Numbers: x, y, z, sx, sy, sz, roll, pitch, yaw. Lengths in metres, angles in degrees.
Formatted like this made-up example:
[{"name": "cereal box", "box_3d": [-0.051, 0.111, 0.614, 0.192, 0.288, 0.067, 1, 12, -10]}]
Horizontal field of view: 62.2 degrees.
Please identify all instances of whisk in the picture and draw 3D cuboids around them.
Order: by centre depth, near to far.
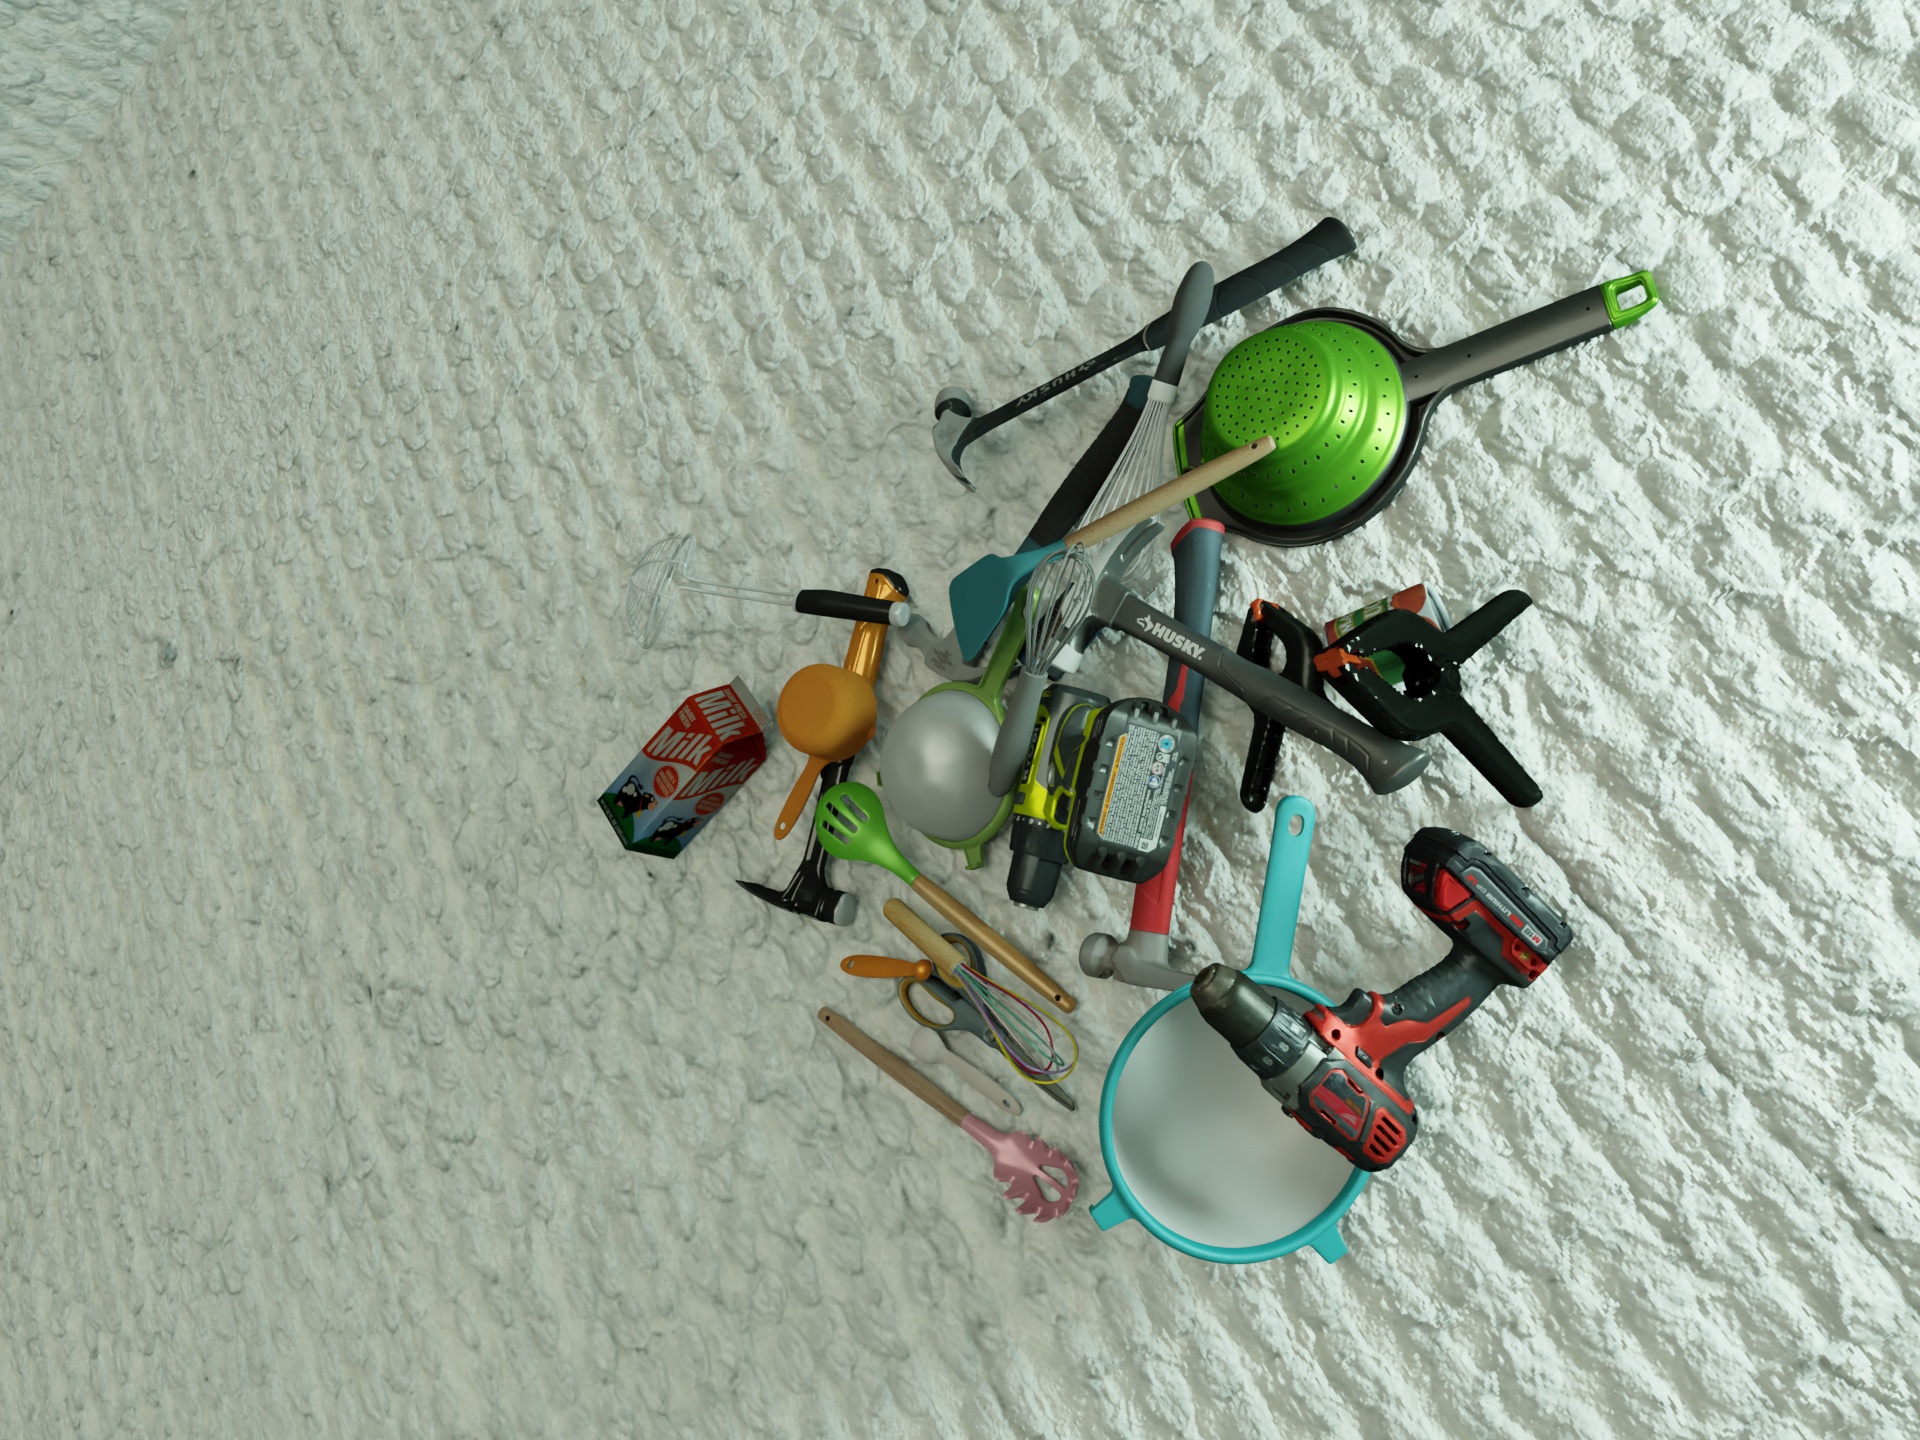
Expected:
[{"name": "whisk", "box_3d": [0.062, -0.037, 1.302, 0.055, 0.055, 0.238, 36, 123, 33]}, {"name": "whisk", "box_3d": [0.159, -0.246, 1.342, 0.070, 0.070, 0.284, 26, 107, 34]}, {"name": "whisk", "box_3d": [0.009, 0.226, 1.352, 0.245, 0.051, 0.047, 37, 104, 38]}]

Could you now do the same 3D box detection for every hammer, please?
[{"name": "hammer", "box_3d": [0.218, -0.041, 1.240, 0.335, 0.035, 0.146, 34, 99, 35]}, {"name": "hammer", "box_3d": [0.187, 0.025, 1.291, 0.143, 0.038, 0.386, 3, 81, 43]}, {"name": "hammer", "box_3d": [0.151, -0.326, 1.392, 0.409, 0.036, 0.149, -24, 38, 21]}, {"name": "hammer", "box_3d": [0.078, -0.171, 1.427, 0.128, 0.033, 0.331, 44, 103, 33]}, {"name": "hammer", "box_3d": [-0.117, 0.018, 1.507, 0.127, 0.034, 0.337, 12, 85, 33]}]

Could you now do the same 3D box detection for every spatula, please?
[{"name": "spatula", "box_3d": [0.115, -0.151, 1.300, 0.317, 0.044, 0.082, -25, 59, 23]}]

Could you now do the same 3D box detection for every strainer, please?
[{"name": "strainer", "box_3d": [0.209, 0.222, 1.183, 0.211, 0.095, 0.340, 11, 88, -8]}, {"name": "strainer", "box_3d": [-0.002, -0.004, 1.380, 0.152, 0.069, 0.256, 41, 118, 35]}]

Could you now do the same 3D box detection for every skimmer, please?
[{"name": "skimmer", "box_3d": [-0.192, -0.115, 1.565, 0.363, 0.090, 0.127, 10, 76, 30]}]

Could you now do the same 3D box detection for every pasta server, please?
[{"name": "pasta server", "box_3d": [-0.018, 0.328, 1.369, 0.316, 0.040, 0.060, 29, 86, 35]}]

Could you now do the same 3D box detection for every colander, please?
[{"name": "colander", "box_3d": [0.333, -0.273, 1.249, 0.397, 0.094, 0.205, -19, 69, 28]}]

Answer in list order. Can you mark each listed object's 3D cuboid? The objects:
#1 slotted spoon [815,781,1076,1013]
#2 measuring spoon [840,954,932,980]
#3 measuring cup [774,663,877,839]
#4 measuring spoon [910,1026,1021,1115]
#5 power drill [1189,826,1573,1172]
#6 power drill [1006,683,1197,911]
[{"name": "slotted spoon", "box_3d": [-0.019, 0.154, 1.396, 0.314, 0.031, 0.070, 37, 93, 25]}, {"name": "measuring spoon", "box_3d": [-0.070, 0.221, 1.430, 0.117, 0.011, 0.021, -4, 64, 43]}, {"name": "measuring cup", "box_3d": [-0.145, 0.029, 1.469, 0.095, 0.052, 0.173, 26, 91, 32]}, {"name": "measuring spoon", "box_3d": [0.001, 0.305, 1.367, 0.124, 0.018, 0.034, 29, 125, 32]}, {"name": "power drill", "box_3d": [0.288, 0.178, 1.110, 0.188, 0.080, 0.226, 42, 89, -7]}, {"name": "power drill", "box_3d": [0.098, 0.066, 1.273, 0.228, 0.080, 0.190, 177, 108, -76]}]
